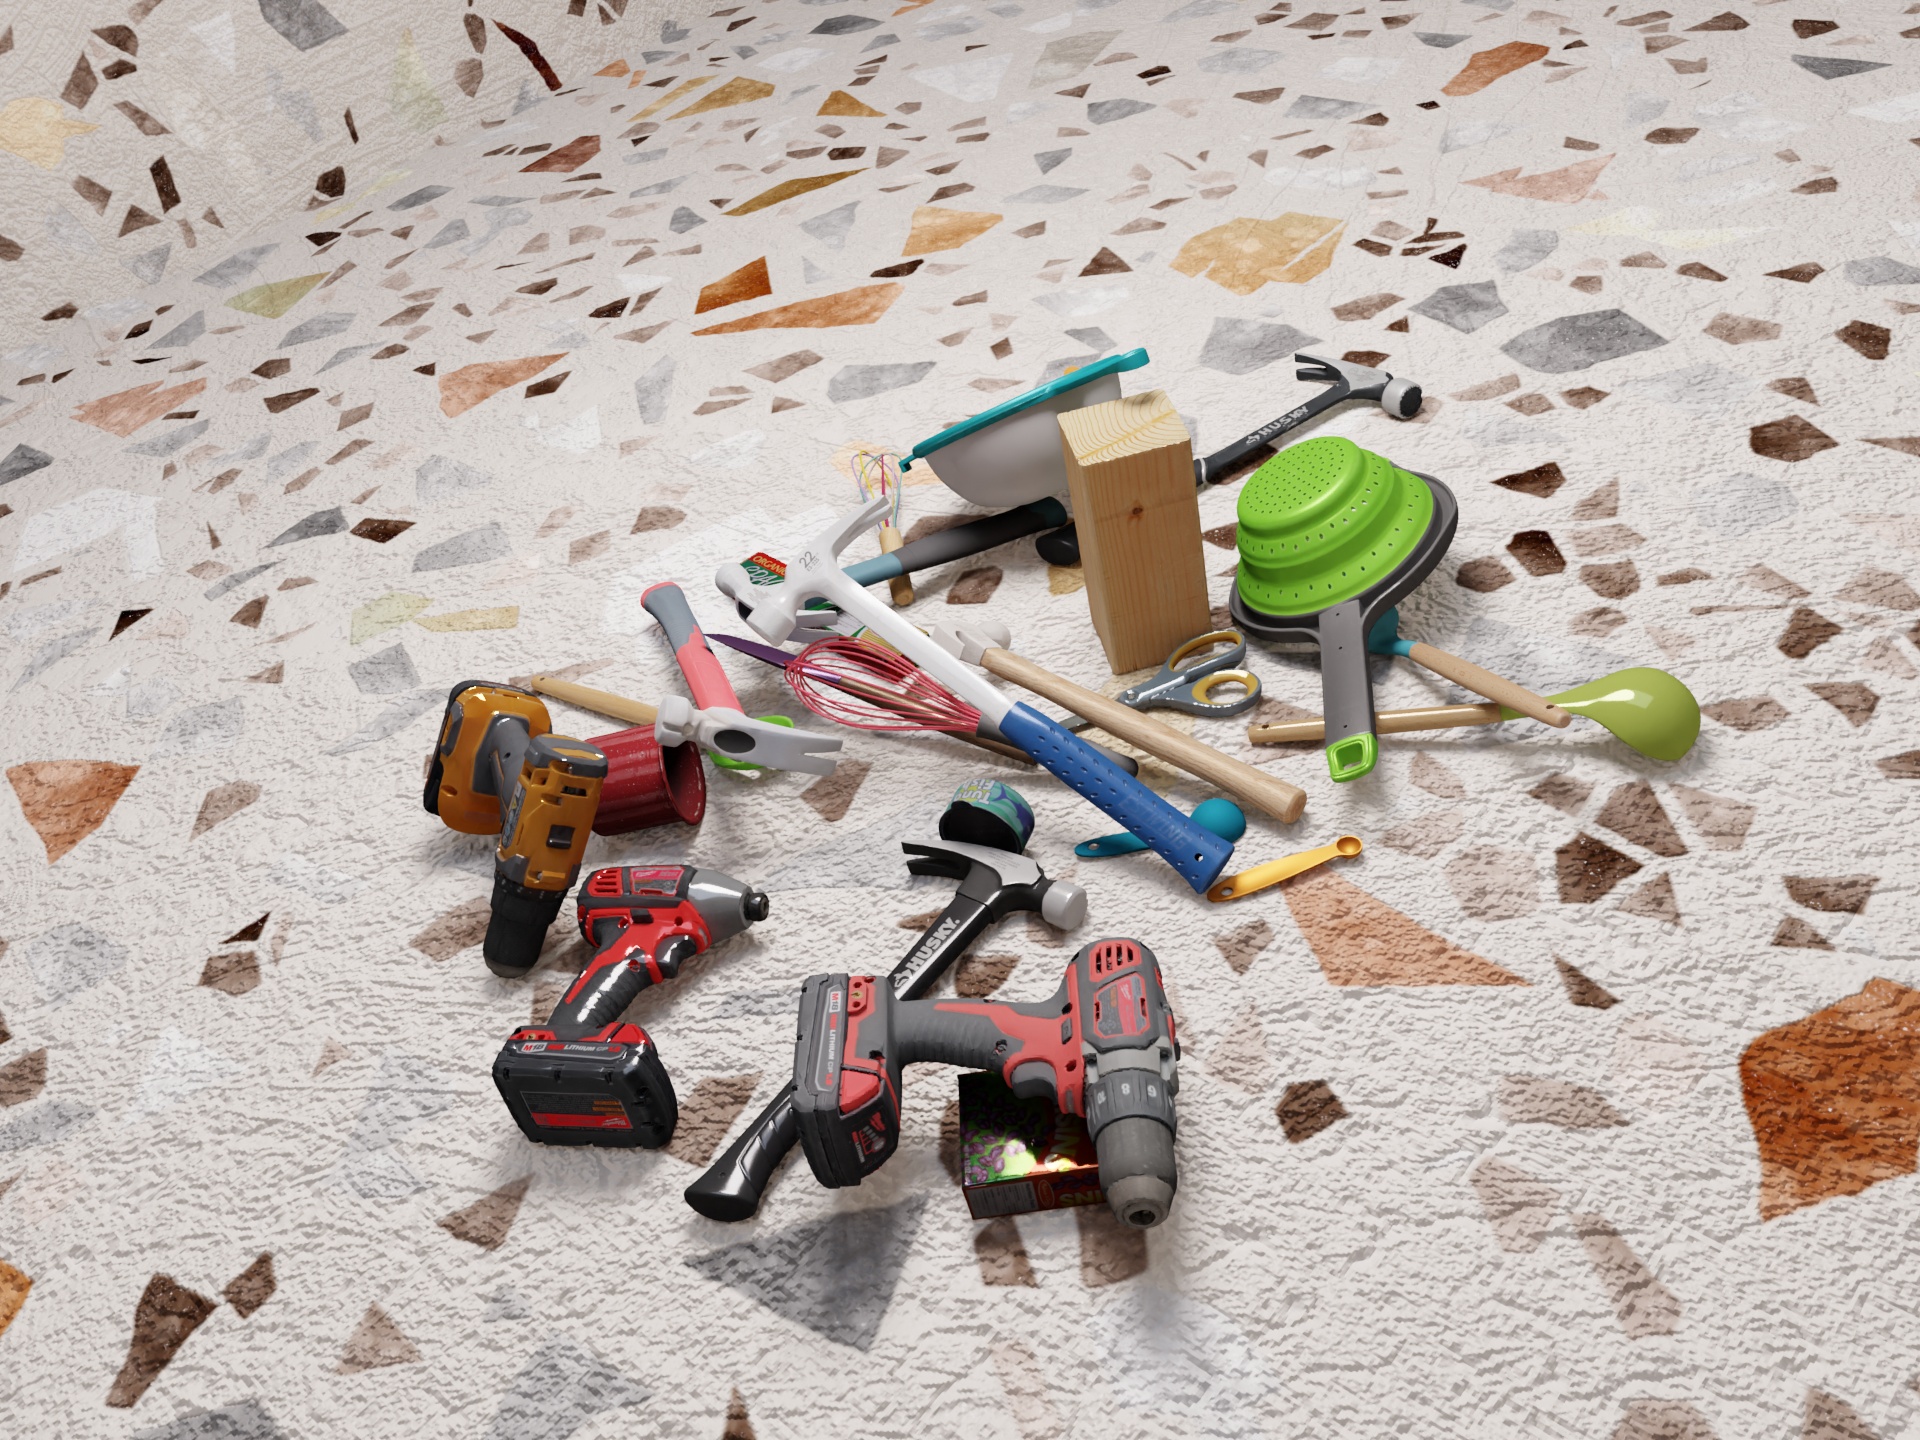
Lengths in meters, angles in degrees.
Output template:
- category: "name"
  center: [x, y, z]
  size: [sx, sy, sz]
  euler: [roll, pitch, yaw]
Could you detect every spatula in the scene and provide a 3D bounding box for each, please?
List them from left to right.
- category: "spatula"
  center: [-0.075, -0.023, 1.323]
  size: [0.316, 0.018, 0.059]
  euler: [21, 10, 22]
- category: "spatula"
  center: [0.359, -0.054, 1.215]
  size: [0.082, 0.044, 0.318]
  euler: [-29, 23, -7]

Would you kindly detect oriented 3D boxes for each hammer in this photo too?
- category: "hammer"
  center: [-0.210, -0.047, 1.366]
  size: [0.143, 0.038, 0.387]
  euler: [13, 16, -22]
- category: "hammer"
  center: [-0.064, 0.203, 1.078]
  size: [0.146, 0.035, 0.335]
  euler: [20, 50, 34]
- category: "hammer"
  center: [-0.049, -0.148, 1.457]
  size: [0.331, 0.033, 0.128]
  euler: [-21, 43, -24]
- category: "hammer"
  center: [0.031, -0.015, 1.181]
  size: [0.406, 0.035, 0.144]
  euler: [37, 86, 18]
- category: "hammer"
  center: [0.113, -0.004, 1.227]
  size: [0.331, 0.031, 0.130]
  euler: [28, 17, 28]
- category: "hammer"
  center: [0.245, -0.253, 1.535]
  size: [0.409, 0.036, 0.149]
  euler: [-30, 40, -18]

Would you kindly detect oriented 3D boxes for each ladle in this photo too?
- category: "ladle"
  center: [0.377, 0.006, 1.187]
  size: [0.320, 0.062, 0.078]
  euler: [-6, 38, 21]

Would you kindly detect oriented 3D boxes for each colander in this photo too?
- category: "colander"
  center: [0.285, -0.113, 1.253]
  size: [0.204, 0.094, 0.397]
  euler: [-22, 34, 27]

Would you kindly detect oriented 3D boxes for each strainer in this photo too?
- category: "strainer"
  center: [0.092, -0.251, 1.402]
  size: [0.211, 0.095, 0.340]
  euler: [-27, 10, -19]

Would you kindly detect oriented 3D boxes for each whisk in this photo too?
- category: "whisk"
  center: [-0.069, -0.192, 1.556]
  size: [0.051, 0.047, 0.245]
  euler: [-13, 43, -1]
- category: "whisk"
  center: [-0.002, -0.004, 1.251]
  size: [0.296, 0.073, 0.073]
  euler: [17, 46, 10]

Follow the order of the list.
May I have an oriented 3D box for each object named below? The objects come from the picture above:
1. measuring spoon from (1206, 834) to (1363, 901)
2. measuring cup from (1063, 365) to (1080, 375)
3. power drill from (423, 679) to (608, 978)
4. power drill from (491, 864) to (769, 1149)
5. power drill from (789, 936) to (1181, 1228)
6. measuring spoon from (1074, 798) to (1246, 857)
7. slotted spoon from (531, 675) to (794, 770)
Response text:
- category: "measuring spoon"
  center: [0.230, 0.108, 1.125]
  size: [0.117, 0.011, 0.021]
  euler: [-20, 38, -2]
- category: "measuring cup"
  center: [0.129, -0.304, 1.620]
  size: [0.095, 0.052, 0.174]
  euler: [-12, 37, 2]
- category: "power drill"
  center: [-0.353, 0.078, 1.242]
  size: [0.084, 0.185, 0.226]
  euler: [11, 12, -35]
- category: "power drill"
  center: [-0.225, 0.187, 1.116]
  size: [0.143, 0.078, 0.220]
  euler: [-2, 38, 14]
- category: "power drill"
  center: [0.019, 0.219, 0.939]
  size: [0.226, 0.080, 0.188]
  euler: [-7, 39, 5]
- category: "measuring spoon"
  center: [0.146, 0.079, 1.171]
  size: [0.128, 0.021, 0.042]
  euler: [-11, 39, 2]
- category: "slotted spoon"
  center: [-0.269, -0.004, 1.397]
  size: [0.314, 0.031, 0.070]
  euler: [14, 45, 33]
